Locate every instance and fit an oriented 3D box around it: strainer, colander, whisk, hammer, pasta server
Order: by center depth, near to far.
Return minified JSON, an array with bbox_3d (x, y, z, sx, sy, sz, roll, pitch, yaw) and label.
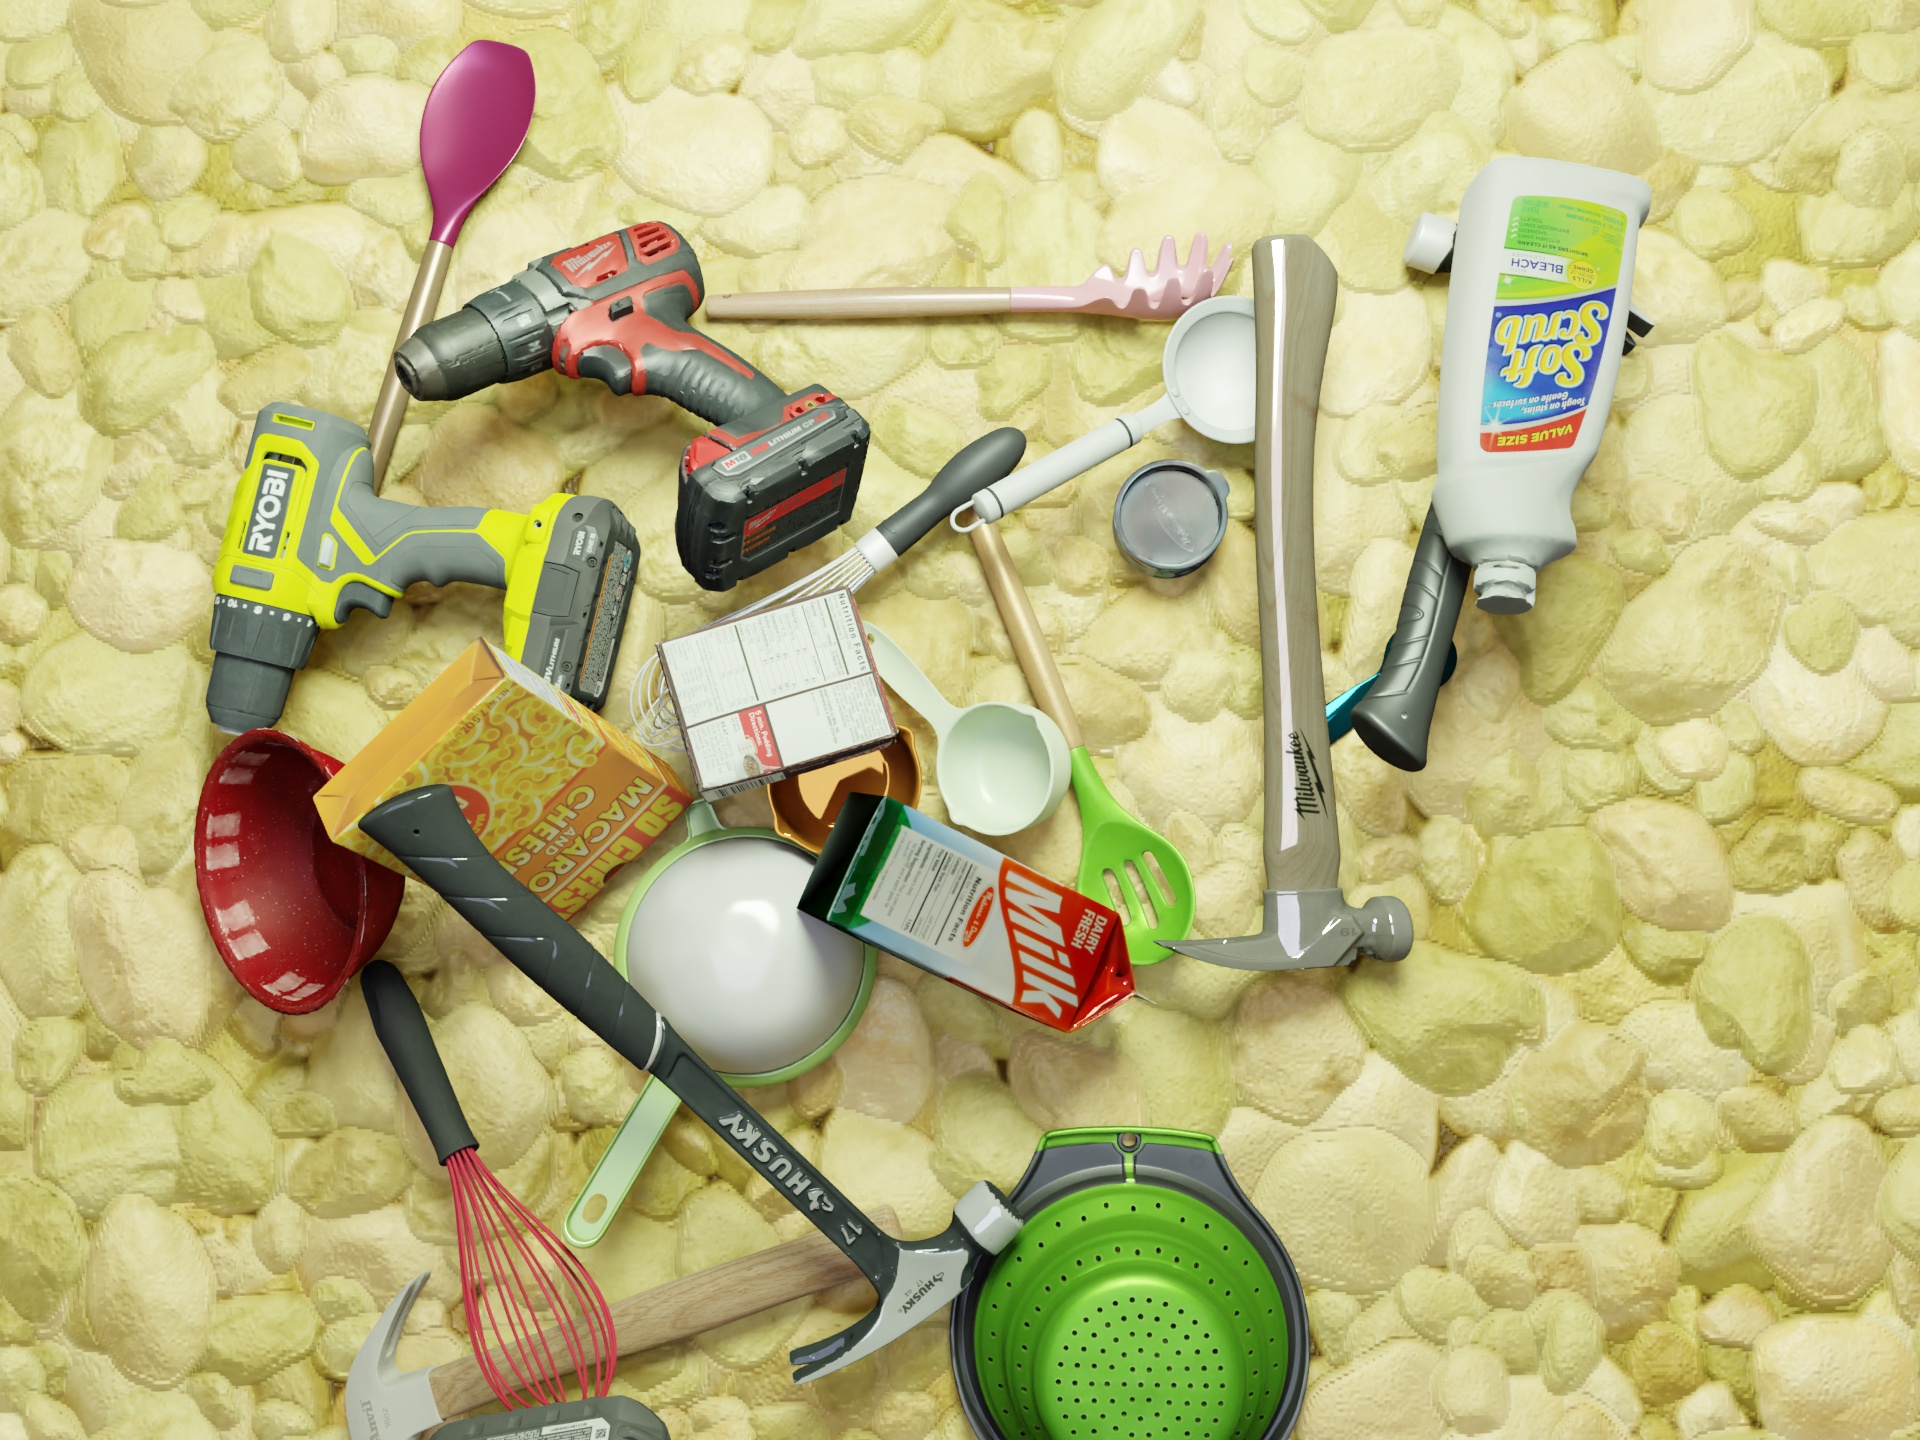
[{"bbox_3d":[-0.152,0.185,0.833,0.149,0.036,0.408,-44,104,-2],"label":"hammer"},{"bbox_3d":[0.094,0.428,0.858,0.204,0.094,0.397,0,85,2],"label":"colander"},{"bbox_3d":[-0.146,0.172,0.876,0.151,0.069,0.256,30,73,1],"label":"strainer"},{"bbox_3d":[-0.271,0.258,0.886,0.073,0.073,0.296,-33,69,-1],"label":"whisk"},{"bbox_3d":[0.176,-0.066,0.894,0.146,0.038,0.410,-1,88,-15],"label":"hammer"},{"bbox_3d":[0.287,-0.127,0.895,0.146,0.035,0.335,19,72,1],"label":"hammer"},{"bbox_3d":[-0.191,0.344,0.909,0.331,0.031,0.130,-20,85,0],"label":"hammer"},{"bbox_3d":[0.101,-0.171,0.915,0.258,0.050,0.087,-30,94,-16],"label":"strainer"},{"bbox_3d":[-0.074,-0.078,0.922,0.284,0.070,0.070,-39,85,-1],"label":"whisk"},{"bbox_3d":[0.003,-0.259,0.952,0.316,0.040,0.060,0,40,4],"label":"pasta server"}]

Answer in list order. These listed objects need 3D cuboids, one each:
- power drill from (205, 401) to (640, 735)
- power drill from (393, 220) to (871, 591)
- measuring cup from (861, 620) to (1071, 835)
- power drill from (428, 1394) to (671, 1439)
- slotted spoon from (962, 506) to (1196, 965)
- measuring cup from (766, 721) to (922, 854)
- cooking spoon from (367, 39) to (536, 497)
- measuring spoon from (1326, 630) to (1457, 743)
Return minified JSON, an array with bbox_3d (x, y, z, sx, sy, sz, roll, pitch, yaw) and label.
[{"bbox_3d":[-0.316,-0.067,0.915,0.228,0.080,0.190,13,87,4],"label":"power drill"},{"bbox_3d":[-0.181,-0.177,0.885,0.188,0.080,0.227,-34,69,-30],"label":"power drill"},{"bbox_3d":[-0.001,-0.003,0.932,0.168,0.038,0.083,46,113,23],"label":"measuring cup"},{"bbox_3d":[-0.188,0.460,0.833,0.171,0.080,0.223,-11,120,3],"label":"power drill"},{"bbox_3d":[0.058,-0.007,0.933,0.070,0.031,0.314,-25,82,18],"label":"slotted spoon"},{"bbox_3d":[-0.043,0.067,0.921,0.095,0.052,0.173,-38,96,-5],"label":"measuring cup"},{"bbox_3d":[-0.326,-0.267,0.975,0.069,0.017,0.319,15,85,6],"label":"cooking spoon"},{"bbox_3d":[0.236,-0.012,0.928,0.128,0.021,0.042,-36,85,-1],"label":"measuring spoon"}]
